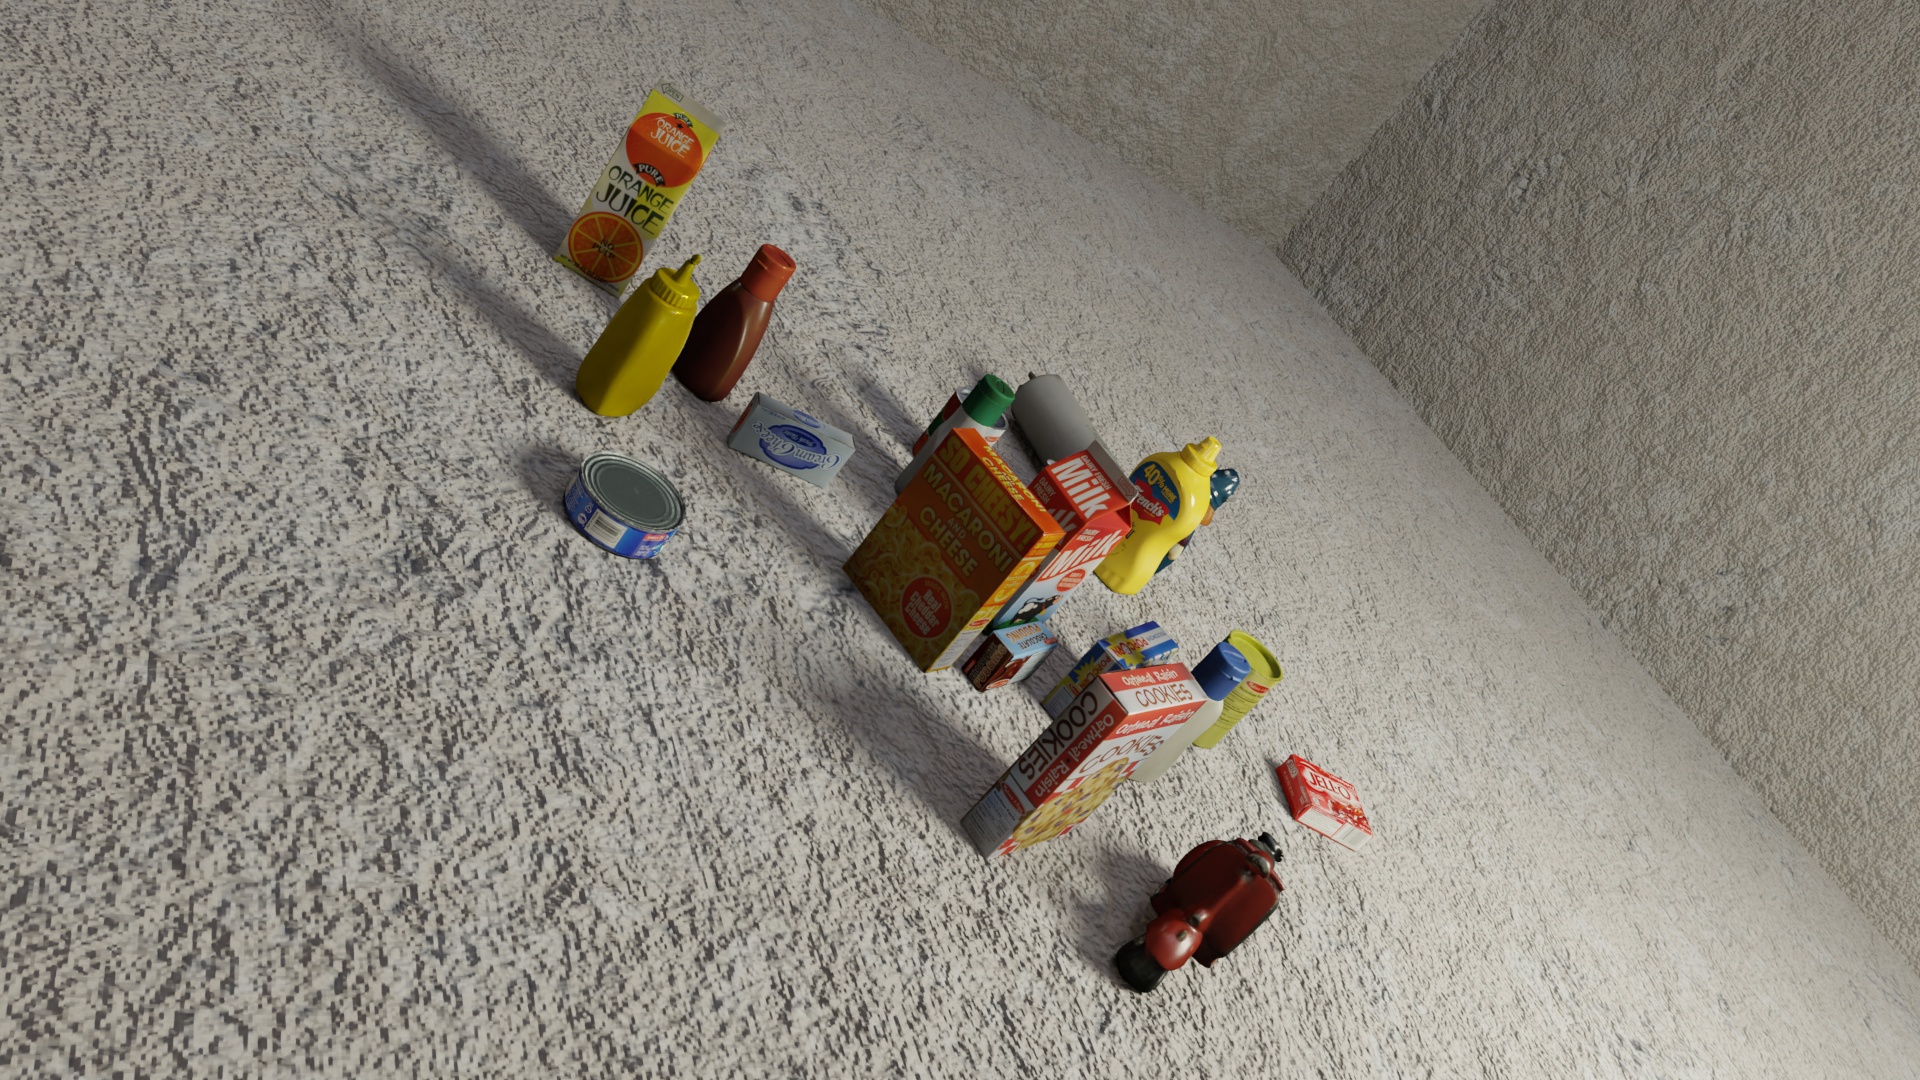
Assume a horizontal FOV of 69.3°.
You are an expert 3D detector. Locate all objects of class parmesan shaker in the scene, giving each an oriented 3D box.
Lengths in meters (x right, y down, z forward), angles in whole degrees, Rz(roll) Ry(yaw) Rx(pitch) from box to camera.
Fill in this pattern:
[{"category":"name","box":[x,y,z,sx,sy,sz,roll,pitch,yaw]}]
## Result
[{"category":"parmesan shaker","box":[0.252,0.144,1.351,0.071,0.102,0.071,31,26,-17]}]

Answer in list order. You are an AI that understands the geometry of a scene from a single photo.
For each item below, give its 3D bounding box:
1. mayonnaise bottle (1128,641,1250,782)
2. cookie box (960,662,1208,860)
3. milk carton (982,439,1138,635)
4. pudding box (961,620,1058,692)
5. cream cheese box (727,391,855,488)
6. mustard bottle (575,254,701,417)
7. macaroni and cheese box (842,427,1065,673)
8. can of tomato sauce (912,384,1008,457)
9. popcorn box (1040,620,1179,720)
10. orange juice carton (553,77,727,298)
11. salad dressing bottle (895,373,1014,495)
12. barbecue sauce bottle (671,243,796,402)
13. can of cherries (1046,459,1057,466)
[{"category":"mayonnaise bottle","box":[0.190,0.149,1.205,0.065,0.147,0.041,21,31,-34]},{"category":"cookie box","box":[0.092,0.161,1.031,0.123,0.166,0.040,0,46,-54]},{"category":"milk carton","box":[0.082,-0.001,1.255,0.073,0.189,0.072,6,41,-50]},{"category":"pudding box","box":[0.044,0.100,1.204,0.030,0.049,0.084,49,27,20]},{"category":"cream cheese box","box":[-0.151,-0.089,1.244,0.104,0.053,0.024,24,29,-30]},{"category":"mustard bottle","box":[-0.250,-0.170,1.119,0.049,0.159,0.065,47,26,15]},{"category":"macaroni and cheese box","box":[-0.008,0.008,1.148,0.124,0.165,0.040,50,27,21]},{"category":"can of tomato sauce","box":[-0.002,-0.109,1.446,0.071,0.082,0.071,31,26,-17]},{"category":"popcorn box","box":[0.137,0.121,1.253,0.038,0.085,0.127,48,26,18]},{"category":"orange juice carton","box":[-0.293,-0.327,1.281,0.072,0.192,0.073,31,26,-18]},{"category":"salad dressing bottle","box":[-0.005,-0.095,1.342,0.044,0.147,0.064,33,26,-15]},{"category":"barbecue sauce bottle","box":[-0.201,-0.197,1.243,0.065,0.148,0.044,46,26,14]},{"category":"can of cherries","box":[0.105,-0.044,1.512,0.071,0.058,0.072,31,26,-17]}]
